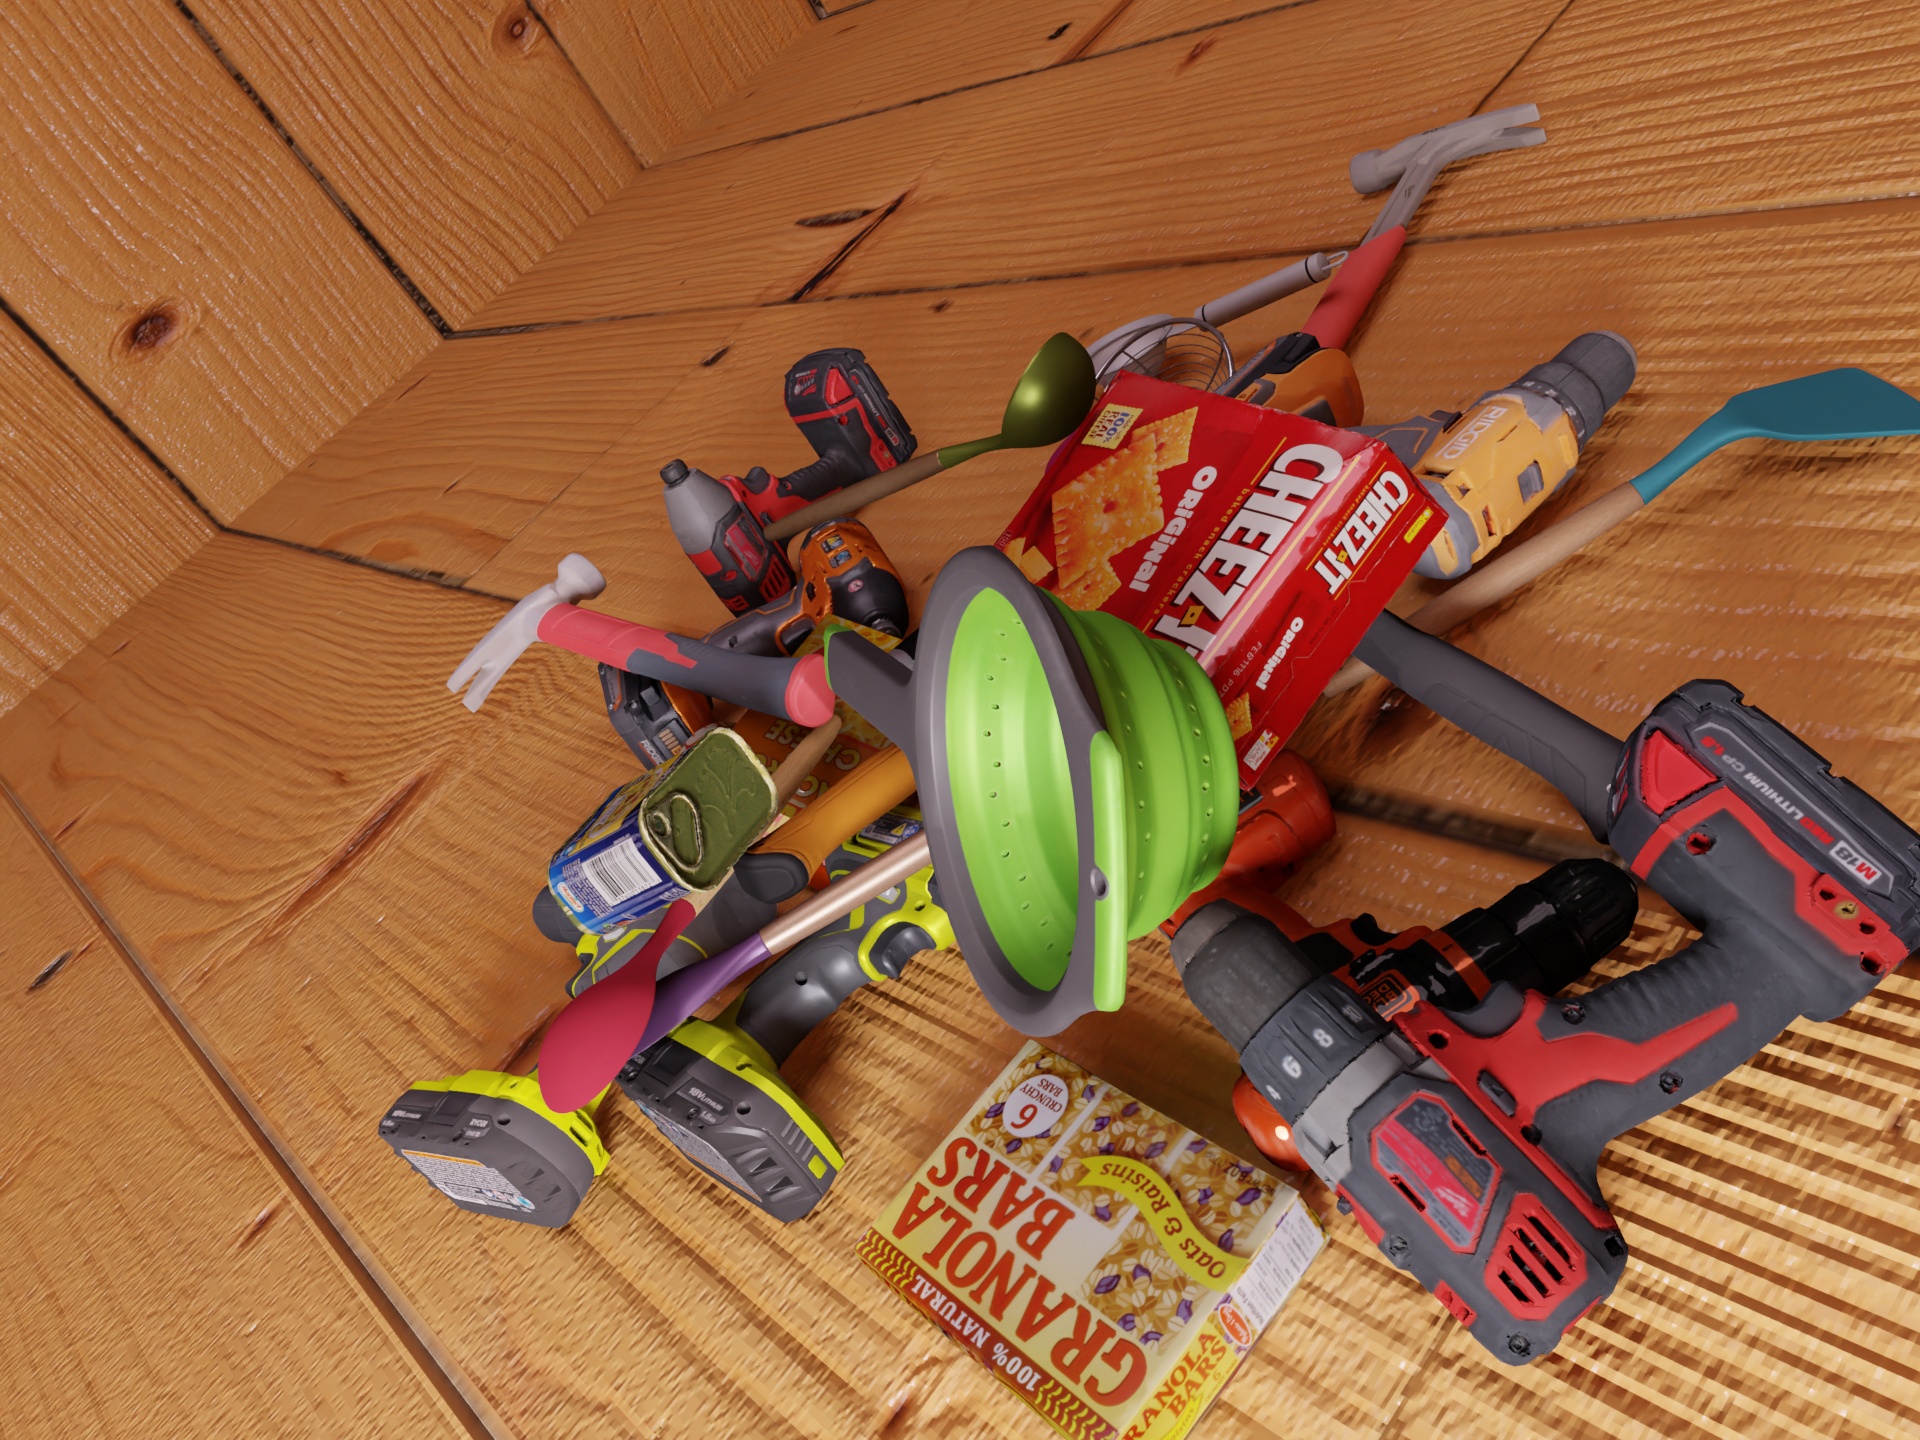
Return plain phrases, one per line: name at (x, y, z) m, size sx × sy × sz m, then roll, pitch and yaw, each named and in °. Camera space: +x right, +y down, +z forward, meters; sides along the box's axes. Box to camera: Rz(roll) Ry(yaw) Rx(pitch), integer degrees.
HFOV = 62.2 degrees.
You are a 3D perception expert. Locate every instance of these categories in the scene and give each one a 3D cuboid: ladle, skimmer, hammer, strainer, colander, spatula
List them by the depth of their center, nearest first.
colander at (0.026, 0.004, 0.750) m, size 0.094 × 0.204 × 0.397 m, roll -8°, pitch 17°, yaw -19°
hammer at (0.217, -0.040, 0.784) m, size 0.335 × 0.035 × 0.146 m, roll 43°, pitch 114°, yaw 50°
spatula at (-0.077, 0.101, 0.808) m, size 0.316 × 0.018 × 0.060 m, roll -31°, pitch 24°, yaw -1°
spatula at (0.328, -0.093, 0.816) m, size 0.317 × 0.044 × 0.082 m, roll -33°, pitch 31°, yaw 14°
ladle at (-0.135, 0.086, 0.858) m, size 0.069 × 0.031 × 0.315 m, roll -18°, pitch 24°, yaw 34°
hammer at (-0.001, -0.003, 0.919) m, size 0.337 × 0.034 × 0.127 m, roll -37°, pitch 29°, yaw -32°
skimmer at (0.057, -0.148, 1.018) m, size 0.127 × 0.090 × 0.363 m, roll 4°, pitch 35°, yaw 42°
hammer at (-0.219, -0.035, 1.080) m, size 0.387 × 0.038 × 0.143 m, roll 16°, pitch 59°, yaw 49°
ladle at (-0.035, -0.184, 1.100) m, size 0.320 × 0.062 × 0.078 m, roll -16°, pitch 20°, yaw 41°
hammer at (0.293, -0.318, 1.131) m, size 0.149 × 0.036 × 0.359 m, roll -1°, pitch 45°, yaw 43°
strainer at (0.175, -0.291, 1.171) m, size 0.258 × 0.050 × 0.087 m, roll -15°, pitch 32°, yaw 45°

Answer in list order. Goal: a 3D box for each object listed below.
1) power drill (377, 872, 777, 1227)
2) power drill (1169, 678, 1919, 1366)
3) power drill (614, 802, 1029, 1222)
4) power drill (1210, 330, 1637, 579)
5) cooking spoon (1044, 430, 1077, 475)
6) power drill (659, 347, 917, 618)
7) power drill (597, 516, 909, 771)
power drill at (-0.232, 0.173, 0.943) m, size 0.190 × 0.080 × 0.229 m, roll -6°, pitch 40°, yaw 39°
power drill at (0.207, 0.087, 0.575) m, size 0.226 × 0.080 × 0.188 m, roll -40°, pitch 65°, yaw -6°
power drill at (-0.057, 0.138, 0.825) m, size 0.171 × 0.080 × 0.223 m, roll 10°, pitch 50°, yaw 50°
power drill at (0.259, -0.172, 0.929) m, size 0.185 × 0.084 × 0.226 m, roll -42°, pitch 35°, yaw -18°
cooking spoon at (0.045, -0.127, 1.129) m, size 0.069 × 0.017 × 0.319 m, roll 3°, pitch 48°, yaw 46°
power drill at (-0.145, -0.199, 1.288) m, size 0.078 × 0.143 × 0.220 m, roll 1°, pitch 44°, yaw 48°
power drill at (-0.142, -0.049, 1.147) m, size 0.226 × 0.084 × 0.164 m, roll -32°, pitch 33°, yaw -1°
